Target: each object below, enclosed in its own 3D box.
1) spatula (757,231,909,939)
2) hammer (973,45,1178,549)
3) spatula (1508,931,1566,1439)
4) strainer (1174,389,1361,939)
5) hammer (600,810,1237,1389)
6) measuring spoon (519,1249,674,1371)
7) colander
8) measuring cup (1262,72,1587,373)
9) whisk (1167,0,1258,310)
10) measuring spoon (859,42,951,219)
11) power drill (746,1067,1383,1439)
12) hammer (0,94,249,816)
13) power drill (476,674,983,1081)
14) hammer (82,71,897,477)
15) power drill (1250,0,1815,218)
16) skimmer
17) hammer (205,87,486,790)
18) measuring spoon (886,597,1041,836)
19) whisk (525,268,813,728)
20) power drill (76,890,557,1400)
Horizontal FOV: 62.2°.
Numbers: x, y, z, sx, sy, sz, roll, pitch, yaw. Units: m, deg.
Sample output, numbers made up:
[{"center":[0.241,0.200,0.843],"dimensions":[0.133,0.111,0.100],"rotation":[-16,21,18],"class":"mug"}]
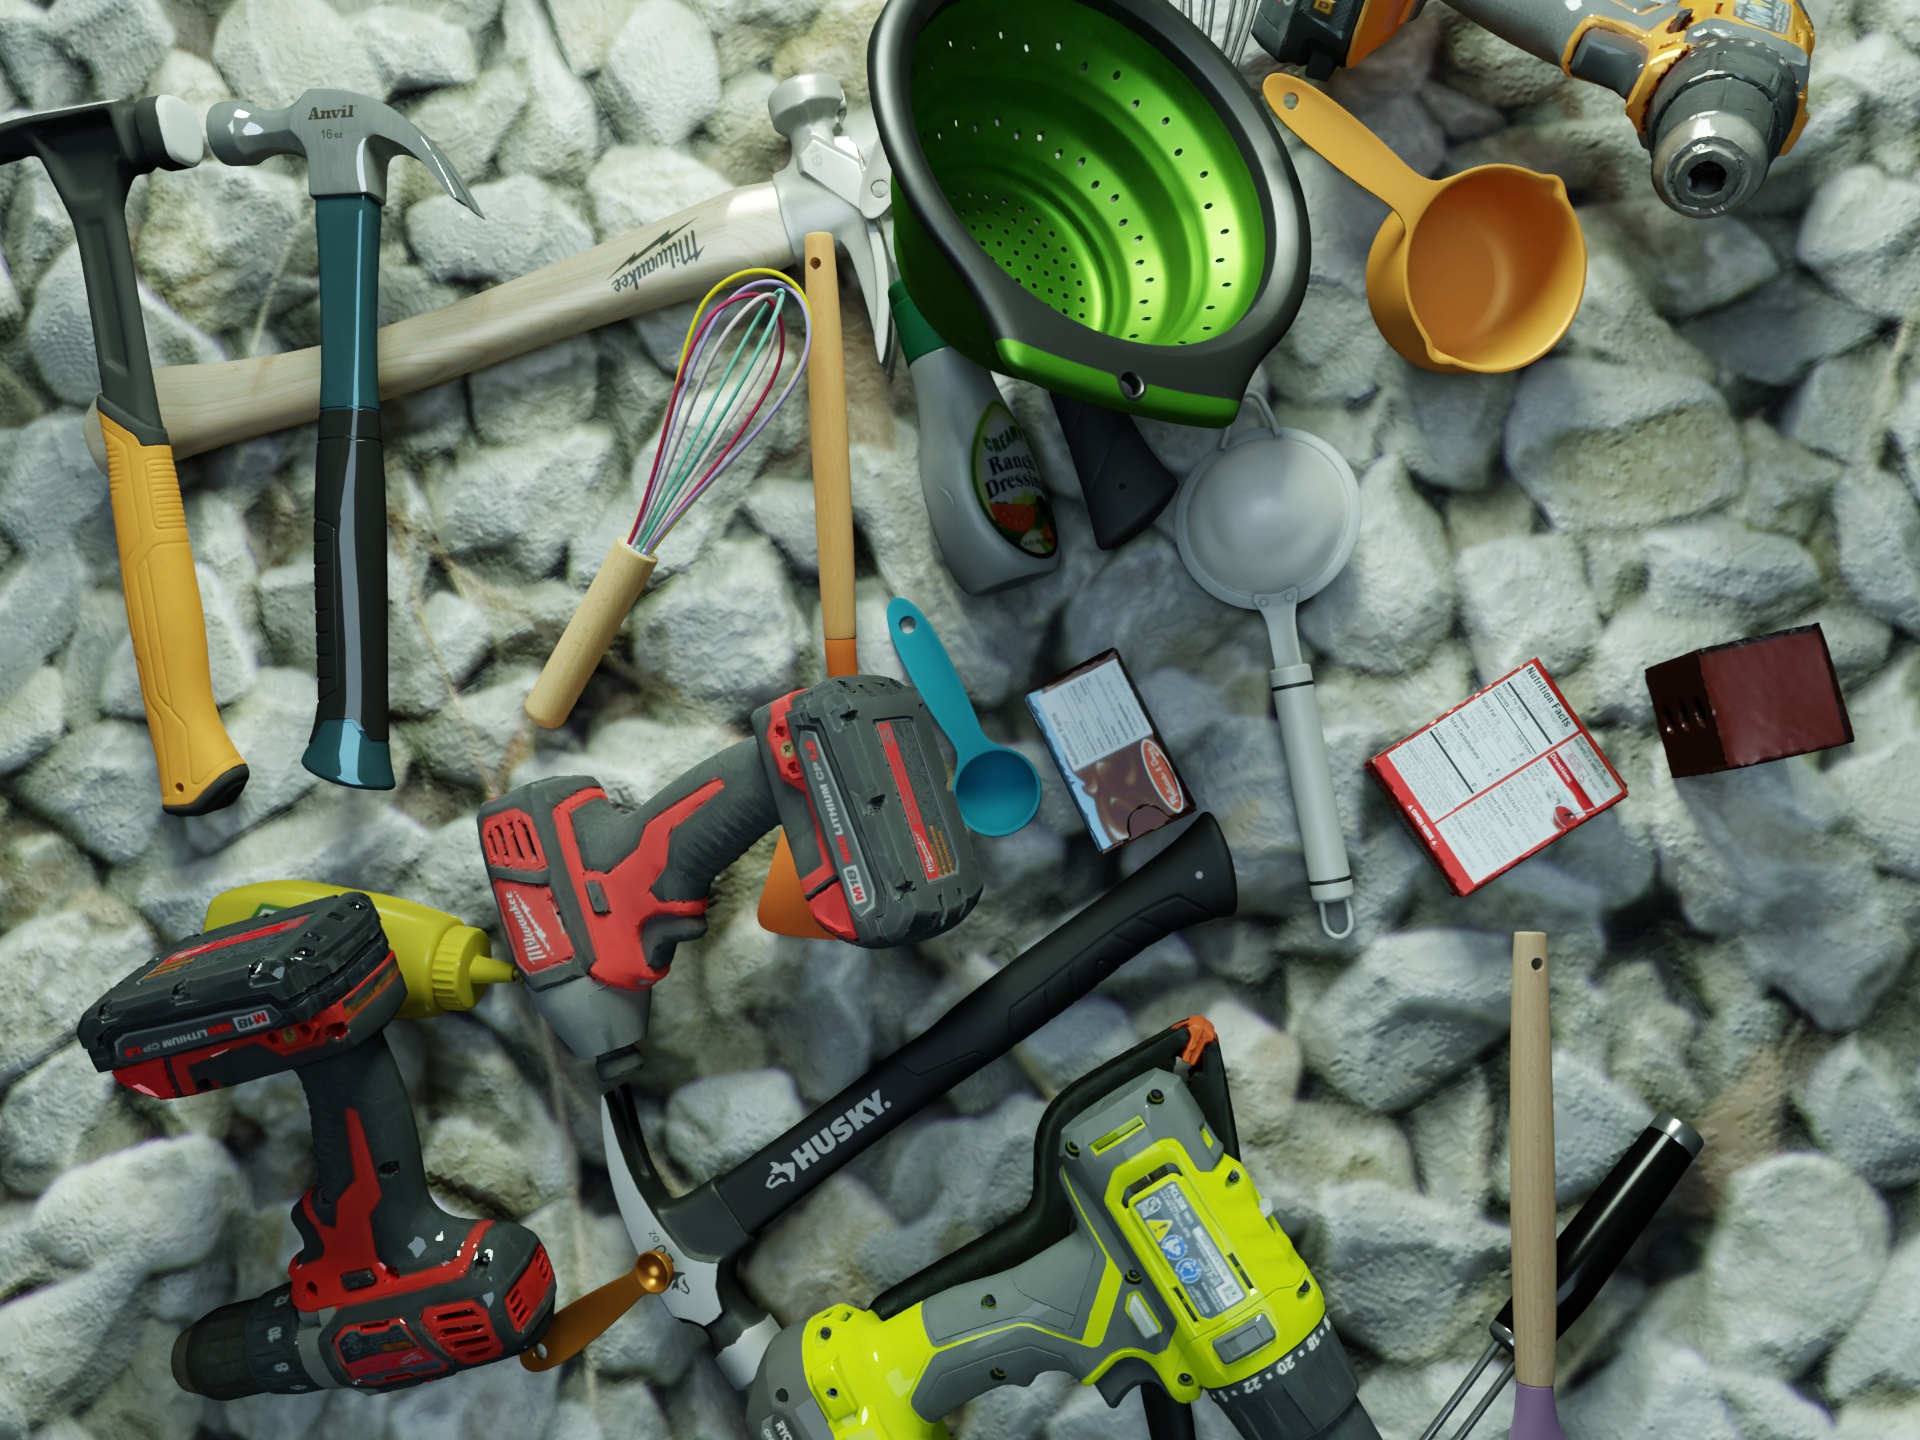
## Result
[{"center":[-0.060,-0.062,0.735],"dimensions":[0.081,0.041,0.322],"rotation":[-1,96,18],"class":"spatula"},{"center":[0.014,-0.276,0.758],"dimensions":[0.149,0.036,0.409],"rotation":[-19,84,6],"class":"hammer"},{"center":[0.239,0.246,0.656],"dimensions":[0.059,0.018,0.316],"rotation":[2,83,-9],"class":"spatula"},{"center":[0.150,-0.028,0.723],"dimensions":[0.087,0.050,0.258],"rotation":[-11,88,22],"class":"strainer"},{"center":[-0.013,0.151,0.733],"dimensions":[0.335,0.035,0.146],"rotation":[-37,83,3],"class":"hammer"},{"center":[-0.169,0.274,0.737],"dimensions":[0.117,0.011,0.021],"rotation":[-40,77,28],"class":"measuring spoon"},{"center":[0.035,-0.287,0.695],"dimensions":[0.204,0.094,0.397],"rotation":[9,66,-26],"class":"colander"},{"center":[0.192,-0.221,0.698],"dimensions":[0.173,0.052,0.095],"rotation":[34,91,-14],"class":"measuring cup"},{"center":[0.110,-0.272,0.741],"dimensions":[0.055,0.055,0.239],"rotation":[3,90,7],"class":"whisk"},{"center":[-0.018,-0.291,0.741],"dimensions":[0.034,0.018,0.124],"rotation":[25,97,3],"class":"measuring spoon"},{"center":[0.046,0.281,0.661],"dimensions":[0.228,0.080,0.190],"rotation":[-33,82,7],"class":"power drill"},{"center":[-0.403,-0.119,0.767],"dimensions":[0.127,0.034,0.337],"rotation":[-6,97,10],"class":"hammer"},{"center":[-0.110,0.073,0.710],"dimensions":[0.219,0.078,0.143],"rotation":[-20,85,23],"class":"power drill"},{"center":[-0.234,-0.183,0.782],"dimensions":[0.410,0.038,0.146],"rotation":[-16,86,6],"class":"hammer"},{"center":[0.242,-0.288,0.667],"dimensions":[0.226,0.084,0.185],"rotation":[25,45,9],"class":"power drill"},{"center":[0.194,0.315,0.699],"dimensions":[0.127,0.090,0.363],"rotation":[41,82,5],"class":"skimmer"},{"center":[-0.291,-0.132,0.754],"dimensions":[0.128,0.033,0.331],"rotation":[-1,89,8],"class":"hammer"},{"center":[-0.001,-0.002,0.754],"dimensions":[0.042,0.021,0.129],"rotation":[-29,74,5],"class":"measuring spoon"},{"center":[-0.143,-0.101,0.742],"dimensions":[0.047,0.051,0.245],"rotation":[23,109,-34],"class":"whisk"},{"center":[-0.306,0.208,0.723],"dimensions":[0.188,0.080,0.226],"rotation":[-16,104,12],"class":"power drill"}]
